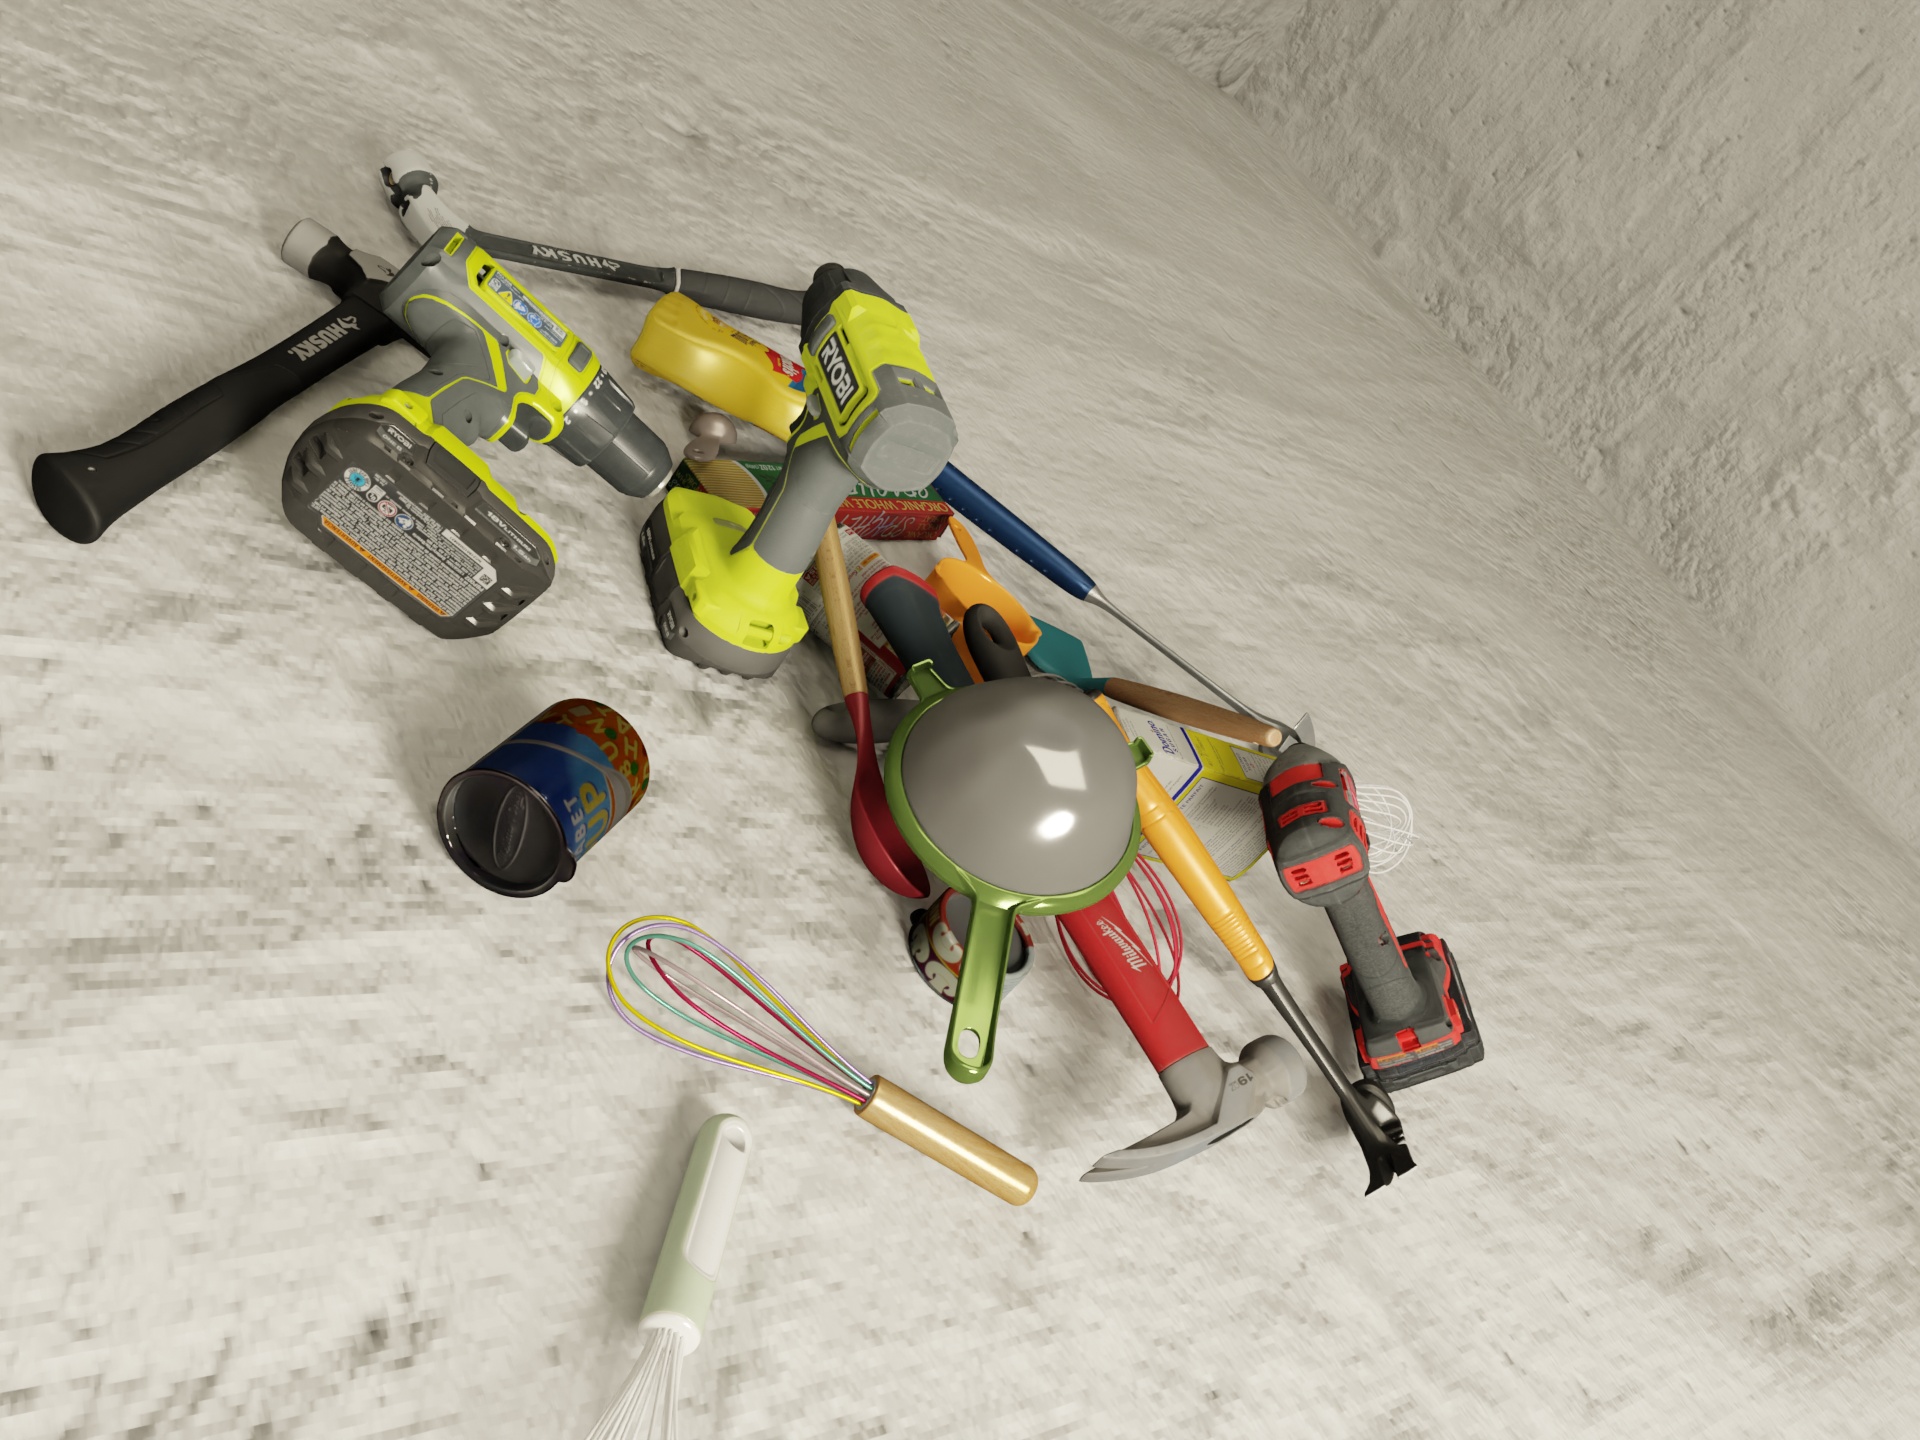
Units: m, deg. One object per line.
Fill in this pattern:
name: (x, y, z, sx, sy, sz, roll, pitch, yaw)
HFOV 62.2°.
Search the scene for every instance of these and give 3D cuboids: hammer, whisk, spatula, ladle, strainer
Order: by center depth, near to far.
whisk: (-0.112, 0.239, 0.602, 0.057, 0.059, 0.246, 44, 24, -18)
whisk: (-0.060, 0.164, 0.758, 0.244, 0.051, 0.047, 34, 26, -16)
strainer: (0.030, 0.063, 0.824, 0.151, 0.069, 0.257, 20, 47, -8)
hammer: (-0.373, -0.177, 0.858, 0.146, 0.035, 0.335, 34, 32, -10)
hammer: (0.033, 0.068, 0.894, 0.143, 0.038, 0.387, -16, 61, -34)
ladle: (-0.066, -0.038, 0.951, 0.069, 0.031, 0.316, 44, 30, -61)
hammer: (0.163, 0.126, 0.954, 0.337, 0.034, 0.127, 55, 10, 0)
whisk: (0.064, 0.049, 0.984, 0.073, 0.073, 0.296, 3, 55, -46)
whisk: (-0.002, -0.005, 1.035, 0.239, 0.055, 0.055, -4, 52, -44)
spatula: (0.122, -0.029, 1.096, 0.082, 0.044, 0.318, 22, 1, -29)
whisk: (0.238, 0.060, 1.207, 0.284, 0.070, 0.070, 16, 38, -27)
hammer: (-0.230, -0.335, 1.215, 0.408, 0.036, 0.149, -5, 54, -50)
hammer: (0.110, -0.095, 1.240, 0.405, 0.035, 0.144, 38, 0, 3)

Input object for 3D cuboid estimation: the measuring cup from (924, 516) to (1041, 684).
measuring cup: (-0.003, -0.088, 1.136, 0.095, 0.052, 0.174, 29, 23, -27)

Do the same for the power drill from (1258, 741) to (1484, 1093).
power drill: (0.257, 0.119, 1.030, 0.219, 0.078, 0.143, 60, 18, -23)

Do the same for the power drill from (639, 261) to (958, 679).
power drill: (-0.099, -0.147, 0.933, 0.080, 0.223, 0.171, 14, 40, -37)

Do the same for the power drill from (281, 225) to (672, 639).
power drill: (-0.256, -0.152, 0.882, 0.190, 0.080, 0.229, 43, 32, -26)

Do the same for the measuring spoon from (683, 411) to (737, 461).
measuring spoon: (-0.171, -0.193, 1.077, 0.034, 0.018, 0.124, 15, 18, -7)
